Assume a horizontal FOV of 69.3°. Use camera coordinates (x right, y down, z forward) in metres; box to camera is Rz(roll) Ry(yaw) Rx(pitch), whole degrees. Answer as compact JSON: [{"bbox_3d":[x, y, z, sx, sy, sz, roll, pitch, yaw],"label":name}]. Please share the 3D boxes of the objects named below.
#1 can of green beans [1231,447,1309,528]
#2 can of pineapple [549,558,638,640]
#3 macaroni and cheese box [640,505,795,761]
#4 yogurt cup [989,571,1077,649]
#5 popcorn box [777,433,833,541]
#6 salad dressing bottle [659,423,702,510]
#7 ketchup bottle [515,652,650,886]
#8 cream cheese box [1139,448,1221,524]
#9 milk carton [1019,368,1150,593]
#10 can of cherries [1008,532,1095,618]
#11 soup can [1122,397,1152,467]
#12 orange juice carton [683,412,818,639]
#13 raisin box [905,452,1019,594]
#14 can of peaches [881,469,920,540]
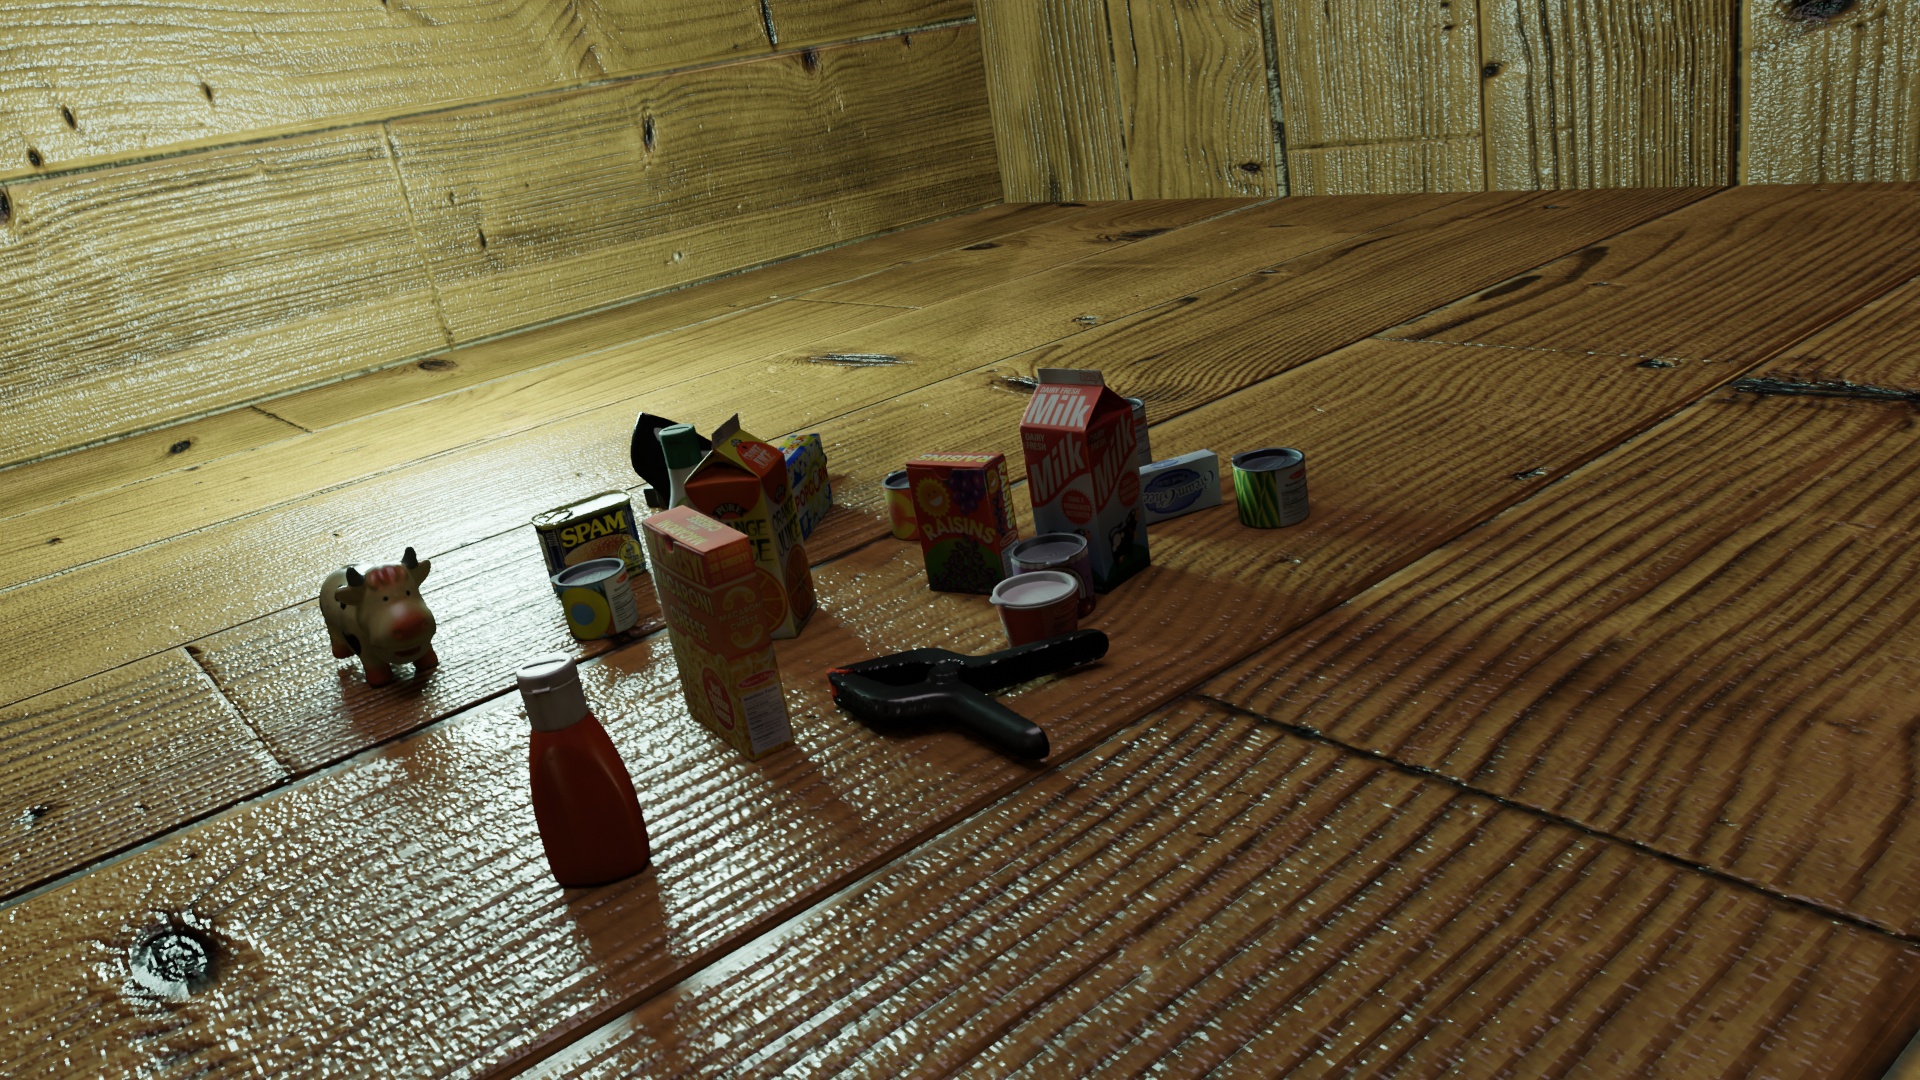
[{"bbox_3d":[0.289,-0.049,1.290,0.071,0.057,0.071,-9,20,3],"label":"can of green beans"},{"bbox_3d":[-0.345,0.055,1.313,0.071,0.057,0.071,-9,20,3],"label":"can of pineapple"},{"bbox_3d":[-0.183,0.067,1.040,0.040,0.165,0.124,-21,22,-28],"label":"macaroni and cheese box"},{"bbox_3d":[0.063,0.061,1.103,0.072,0.053,0.072,-9,20,3],"label":"yogurt cup"},{"bbox_3d":[-0.178,-0.057,1.500,0.038,0.085,0.127,-6,20,13],"label":"popcorn box"},{"bbox_3d":[-0.274,-0.044,1.420,0.064,0.147,0.044,-7,20,10],"label":"salad dressing bottle"},{"bbox_3d":[-0.245,0.145,0.881,0.065,0.148,0.044,-10,19,0],"label":"ketchup bottle"},{"bbox_3d":[0.201,-0.049,1.340,0.104,0.053,0.024,-16,20,-16],"label":"cream cheese box"},{"bbox_3d":[0.107,-0.057,1.205,0.072,0.189,0.074,7,26,41],"label":"milk carton"},{"bbox_3d":[0.078,0.033,1.167,0.071,0.058,0.072,-9,20,3],"label":"can of cherries"},{"bbox_3d":[0.163,-0.101,1.457,0.071,0.083,0.071,-9,19,3],"label":"soup can"},{"bbox_3d":[-0.187,-0.013,1.223,0.073,0.192,0.072,-6,20,13],"label":"orange juice carton"},{"bbox_3d":[0.004,-0.016,1.240,0.086,0.123,0.040,3,23,34],"label":"raisin box"},{"bbox_3d":[-0.041,-0.038,1.420,0.071,0.058,0.071,-9,20,3],"label":"can of peaches"}]
